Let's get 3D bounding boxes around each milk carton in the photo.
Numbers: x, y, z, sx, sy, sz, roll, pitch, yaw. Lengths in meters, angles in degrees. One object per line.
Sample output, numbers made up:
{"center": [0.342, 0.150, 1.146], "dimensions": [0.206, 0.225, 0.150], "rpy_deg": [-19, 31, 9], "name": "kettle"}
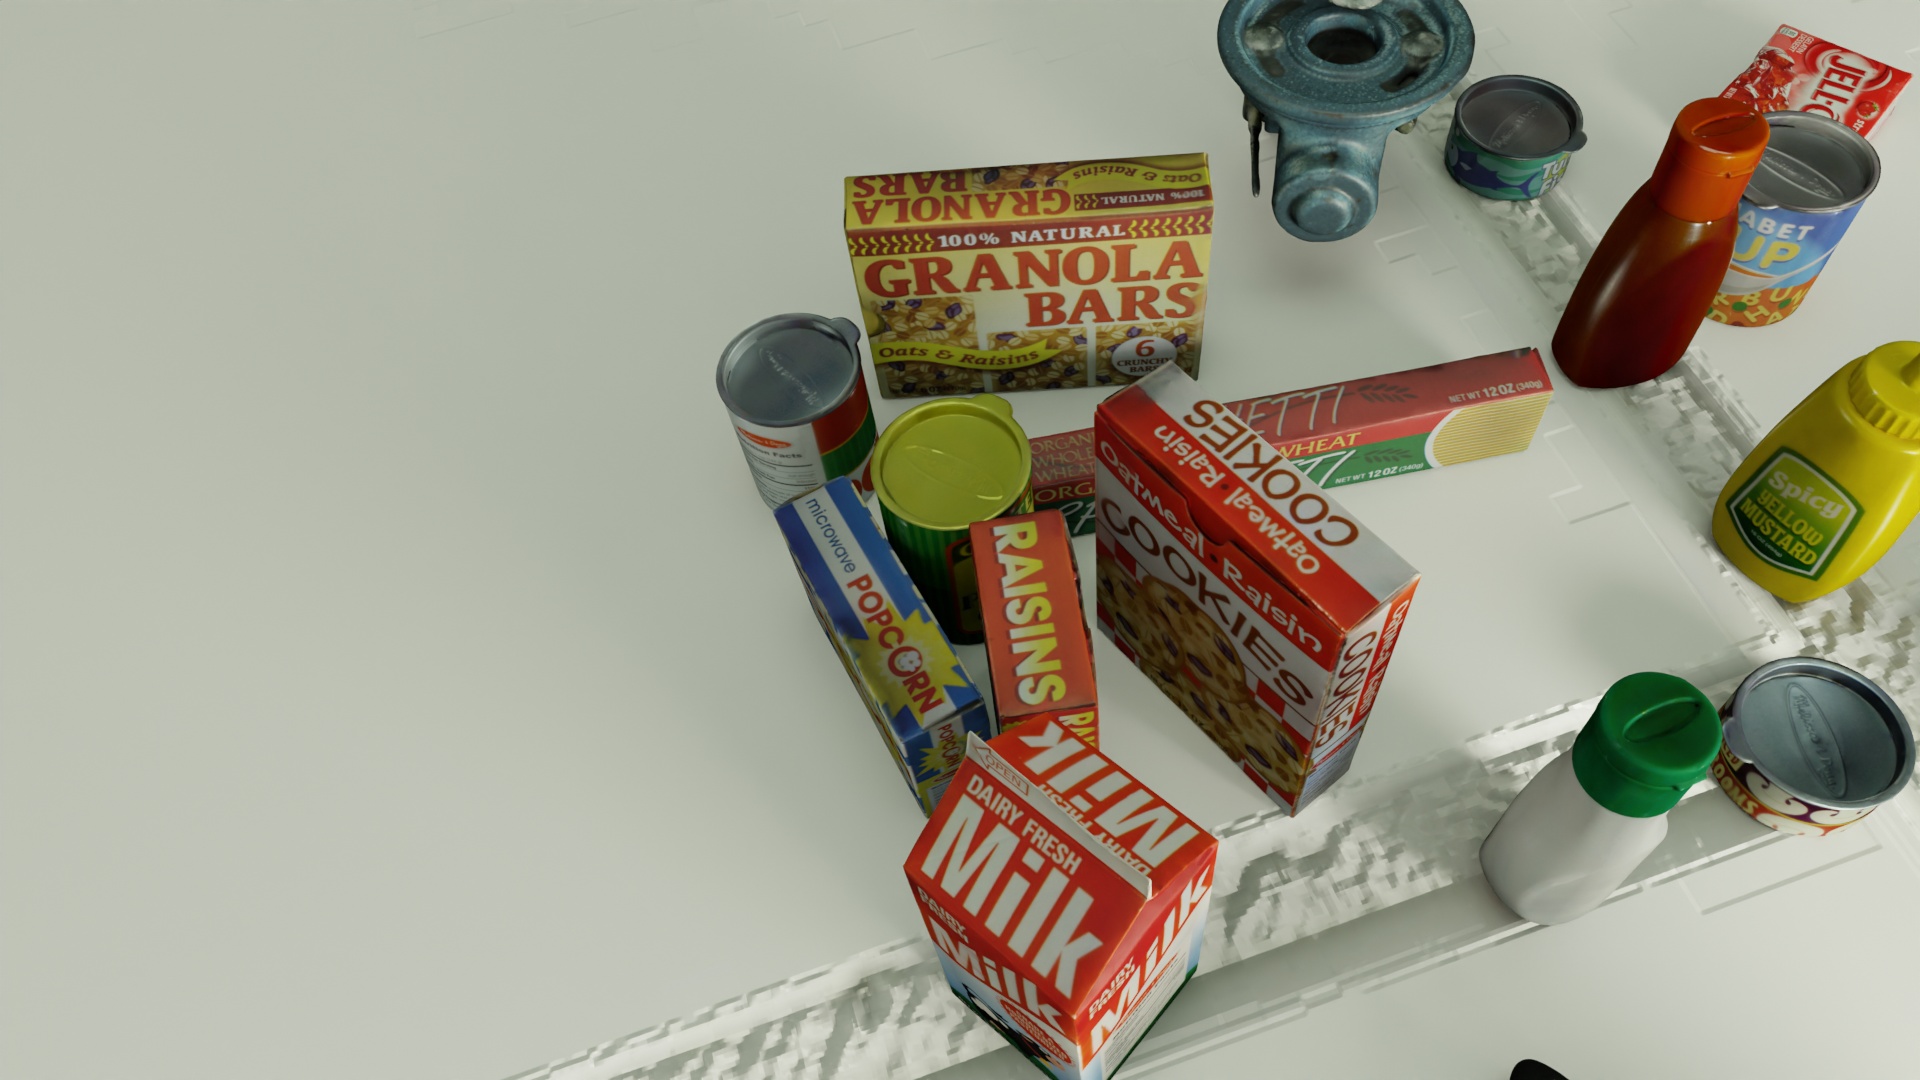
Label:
{"center": [0.036, 0.125, 0.473], "dimensions": [0.072, 0.189, 0.074], "rpy_deg": [36, 68, 24], "name": "milk carton"}

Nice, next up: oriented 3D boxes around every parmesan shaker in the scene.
{"center": [0.002, -0.008, 0.612], "dimensions": [0.071, 0.102, 0.071], "rpy_deg": [-3, 58, 4], "name": "parmesan shaker"}

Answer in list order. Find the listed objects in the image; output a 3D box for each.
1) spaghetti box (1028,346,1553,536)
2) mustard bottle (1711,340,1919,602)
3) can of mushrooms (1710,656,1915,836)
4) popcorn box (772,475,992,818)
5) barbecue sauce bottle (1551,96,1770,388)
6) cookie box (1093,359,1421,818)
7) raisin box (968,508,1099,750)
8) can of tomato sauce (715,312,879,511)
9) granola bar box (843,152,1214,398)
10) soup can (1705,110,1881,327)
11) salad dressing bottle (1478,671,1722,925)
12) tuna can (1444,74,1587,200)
{"center": [0.147, -0.044, 0.651], "dimensions": [0.250, 0.050, 0.029], "rpy_deg": [-11, 58, -1], "name": "spaghetti box"}
{"center": [0.360, -0.035, 0.559], "dimensions": [0.049, 0.159, 0.065], "rpy_deg": [-32, 60, -14], "name": "mustard bottle"}
{"center": [0.339, 0.083, 0.561], "dimensions": [0.071, 0.033, 0.071], "rpy_deg": [-3, 58, 4], "name": "can of mushrooms"}
{"center": [-0.031, 0.045, 0.592], "dimensions": [0.038, 0.084, 0.127], "rpy_deg": [-27, 59, -10], "name": "popcorn box"}
{"center": [0.319, -0.131, 0.630], "dimensions": [0.065, 0.147, 0.044], "rpy_deg": [-16, 58, -4], "name": "barbecue sauce bottle"}
{"center": [0.106, 0.025, 0.542], "dimensions": [0.040, 0.166, 0.123], "rpy_deg": [-36, 61, -16], "name": "cookie box"}
{"center": [0.031, 0.056, 0.557], "dimensions": [0.040, 0.122, 0.086], "rpy_deg": [-8, 58, 1], "name": "raisin box"}
{"center": [-0.073, -0.058, 0.663], "dimensions": [0.071, 0.082, 0.071], "rpy_deg": [-3, 58, 4], "name": "can of tomato sauce"}
{"center": [0.035, -0.123, 0.669], "dimensions": [0.165, 0.123, 0.039], "rpy_deg": [-3, 58, 4], "name": "granola bar box"}
{"center": [0.390, -0.153, 0.675], "dimensions": [0.071, 0.083, 0.071], "rpy_deg": [-3, 58, 4], "name": "soup can"}
{"center": [0.228, 0.095, 0.498], "dimensions": [0.064, 0.147, 0.044], "rpy_deg": [-22, 59, -8], "name": "salad dressing bottle"}
{"center": [0.302, -0.218, 0.755], "dimensions": [0.071, 0.032, 0.071], "rpy_deg": [-3, 58, 4], "name": "tuna can"}
